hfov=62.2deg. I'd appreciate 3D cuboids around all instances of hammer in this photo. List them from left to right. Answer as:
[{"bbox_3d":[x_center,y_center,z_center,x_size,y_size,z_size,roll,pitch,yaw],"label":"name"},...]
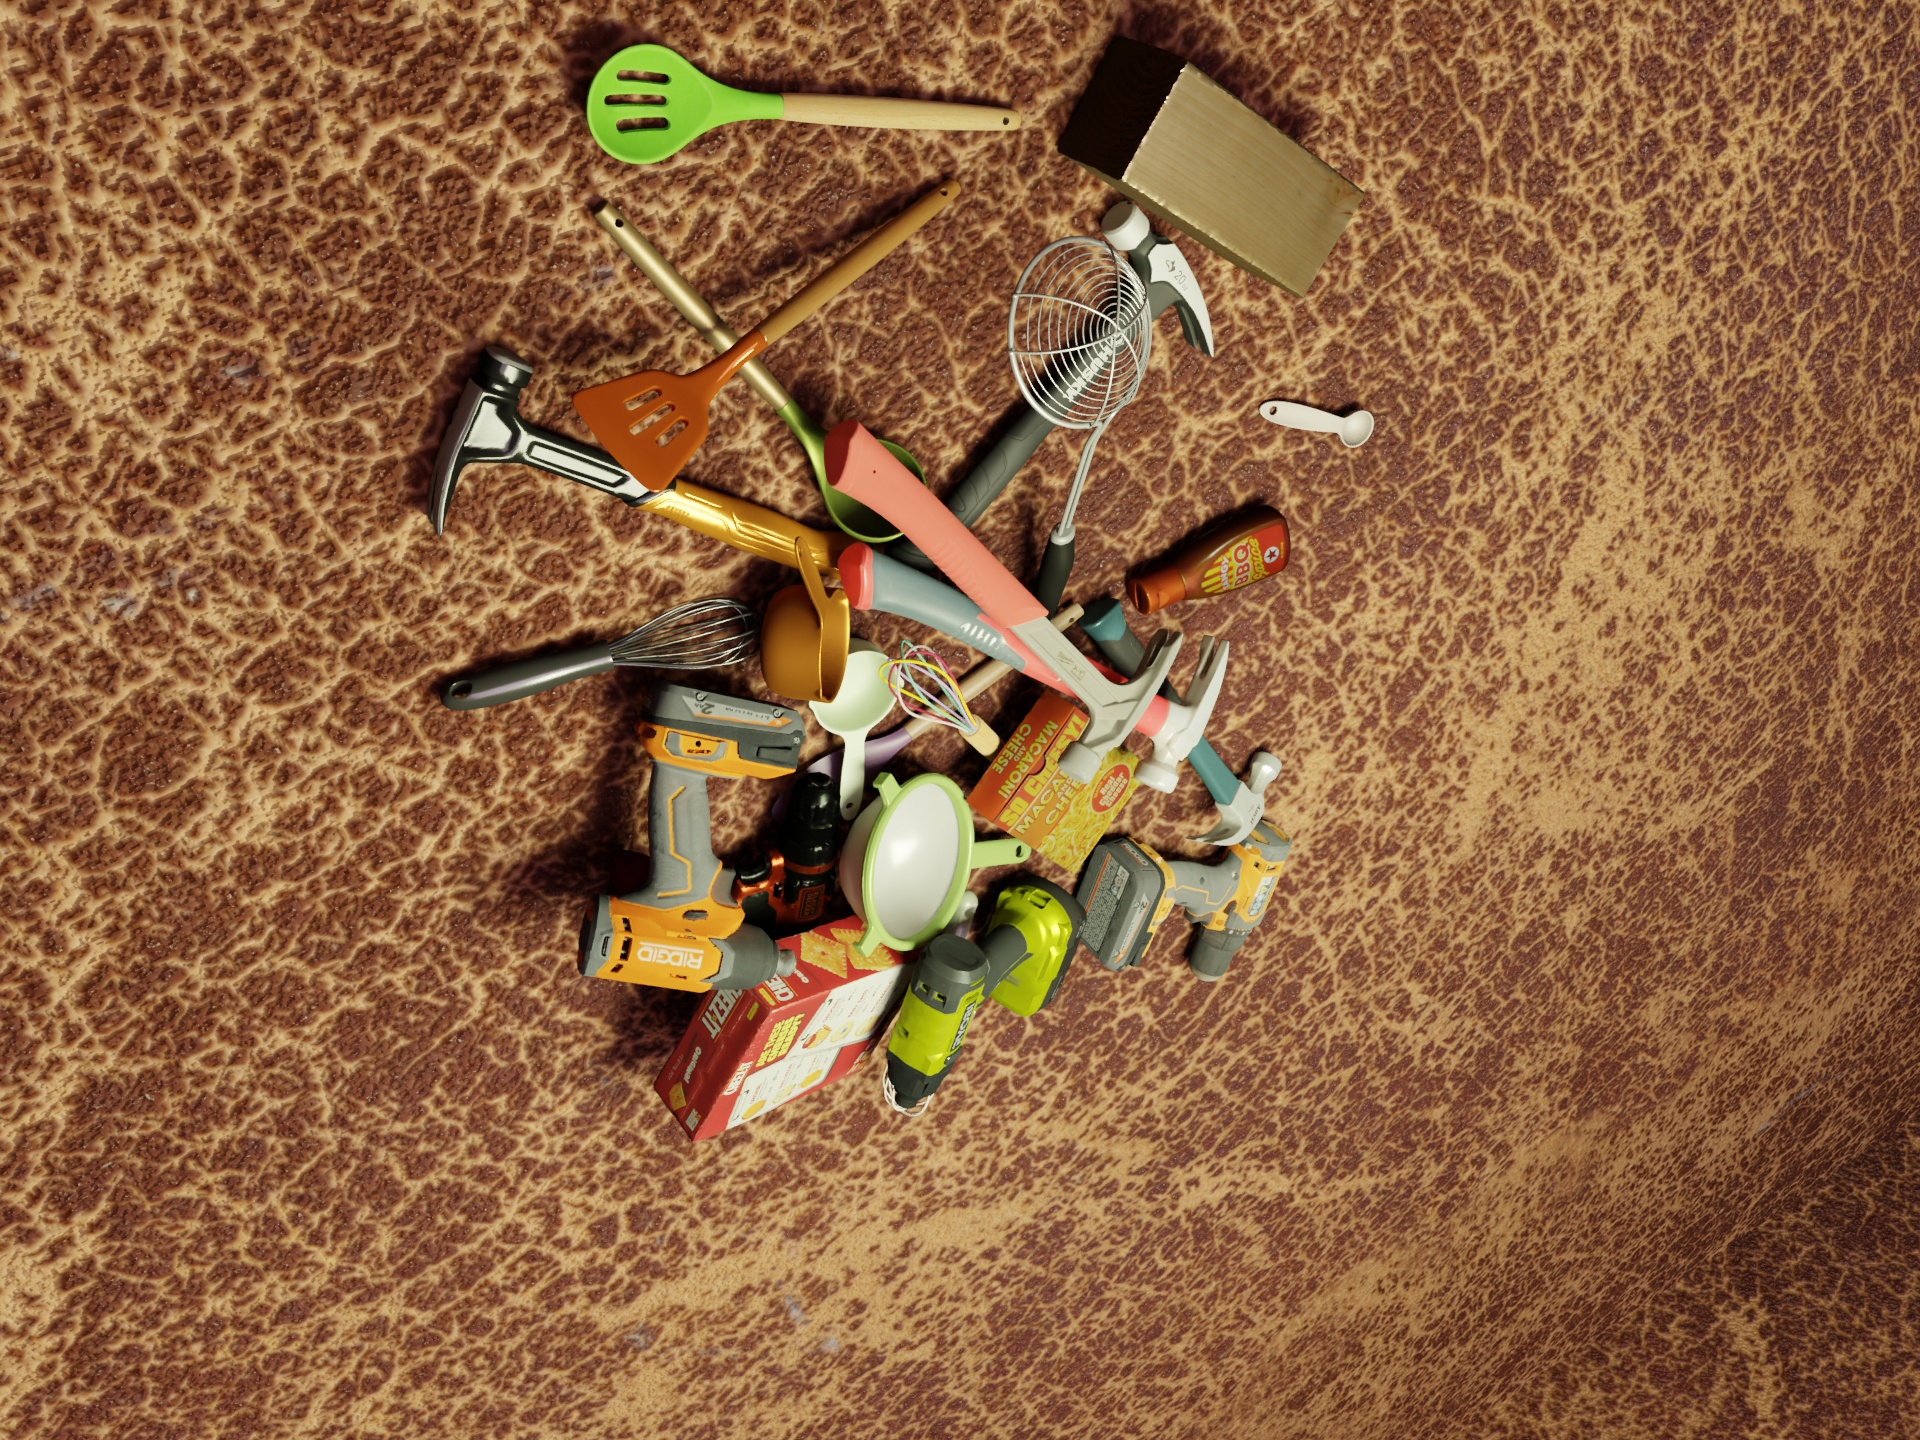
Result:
[{"bbox_3d":[-0.202,-0.148,1.124,0.336,0.034,0.127,16,110,-39],"label":"hammer"},{"bbox_3d":[0.031,-0.106,1.200,0.358,0.037,0.149,42,75,-34],"label":"hammer"},{"bbox_3d":[0.061,-0.228,1.238,0.335,0.035,0.146,-49,132,5],"label":"hammer"},{"bbox_3d":[0.066,-0.067,1.279,0.386,0.038,0.143,25,87,-36],"label":"hammer"},{"bbox_3d":[0.200,0.001,1.465,0.330,0.033,0.128,49,61,-38],"label":"hammer"}]

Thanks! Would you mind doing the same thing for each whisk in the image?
[{"bbox_3d":[-0.256,-0.044,1.153,0.239,0.055,0.055,-16,127,-18],"label":"whisk"},{"bbox_3d":[-0.025,0.270,1.513,0.057,0.059,0.246,-4,118,-45],"label":"whisk"},{"bbox_3d":[-0.004,-0.005,1.318,0.047,0.051,0.244,-32,150,9],"label":"whisk"}]

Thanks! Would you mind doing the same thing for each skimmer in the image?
[{"bbox_3d":[0.069,-0.198,1.204,0.127,0.090,0.363,-37,161,-26],"label":"skimmer"}]

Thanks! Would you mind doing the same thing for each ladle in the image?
[{"bbox_3d":[-0.132,-0.236,1.096,0.319,0.062,0.078,44,72,-40],"label":"ladle"}]

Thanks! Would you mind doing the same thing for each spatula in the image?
[{"bbox_3d":[-0.113,-0.271,1.056,0.322,0.041,0.081,-43,97,-18],"label":"spatula"},{"bbox_3d":[-0.025,-0.006,1.344,0.316,0.018,0.059,-35,134,-6],"label":"spatula"}]

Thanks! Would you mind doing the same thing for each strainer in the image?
[{"bbox_3d":[-0.028,0.115,1.392,0.256,0.069,0.151,1,97,-57],"label":"strainer"}]

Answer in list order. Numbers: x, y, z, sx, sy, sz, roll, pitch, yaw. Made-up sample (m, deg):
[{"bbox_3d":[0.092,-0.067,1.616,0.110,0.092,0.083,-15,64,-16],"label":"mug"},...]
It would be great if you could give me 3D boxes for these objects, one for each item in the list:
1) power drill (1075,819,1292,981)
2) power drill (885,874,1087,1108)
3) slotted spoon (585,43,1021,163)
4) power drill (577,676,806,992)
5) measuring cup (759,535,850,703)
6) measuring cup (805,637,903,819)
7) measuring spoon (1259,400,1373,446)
[{"bbox_3d":[0.218,0.193,1.598,0.226,0.084,0.185,-3,123,-37],"label":"power drill"},{"bbox_3d":[0.017,0.242,1.431,0.223,0.080,0.171,-28,142,-54],"label":"power drill"},{"bbox_3d":[-0.095,-0.395,1.032,0.313,0.031,0.070,-10,125,-30],"label":"slotted spoon"},{"bbox_3d":[-0.186,0.093,1.200,0.164,0.084,0.226,13,91,-19],"label":"power drill"},{"bbox_3d":[-0.123,-0.080,1.158,0.052,0.095,0.173,5,150,11],"label":"measuring cup"},{"bbox_3d":[-0.094,0.007,1.298,0.083,0.038,0.167,-13,129,-25],"label":"measuring cup"},{"bbox_3d":[0.308,-0.265,1.390,0.124,0.018,0.034,5,117,-27],"label":"measuring spoon"}]
